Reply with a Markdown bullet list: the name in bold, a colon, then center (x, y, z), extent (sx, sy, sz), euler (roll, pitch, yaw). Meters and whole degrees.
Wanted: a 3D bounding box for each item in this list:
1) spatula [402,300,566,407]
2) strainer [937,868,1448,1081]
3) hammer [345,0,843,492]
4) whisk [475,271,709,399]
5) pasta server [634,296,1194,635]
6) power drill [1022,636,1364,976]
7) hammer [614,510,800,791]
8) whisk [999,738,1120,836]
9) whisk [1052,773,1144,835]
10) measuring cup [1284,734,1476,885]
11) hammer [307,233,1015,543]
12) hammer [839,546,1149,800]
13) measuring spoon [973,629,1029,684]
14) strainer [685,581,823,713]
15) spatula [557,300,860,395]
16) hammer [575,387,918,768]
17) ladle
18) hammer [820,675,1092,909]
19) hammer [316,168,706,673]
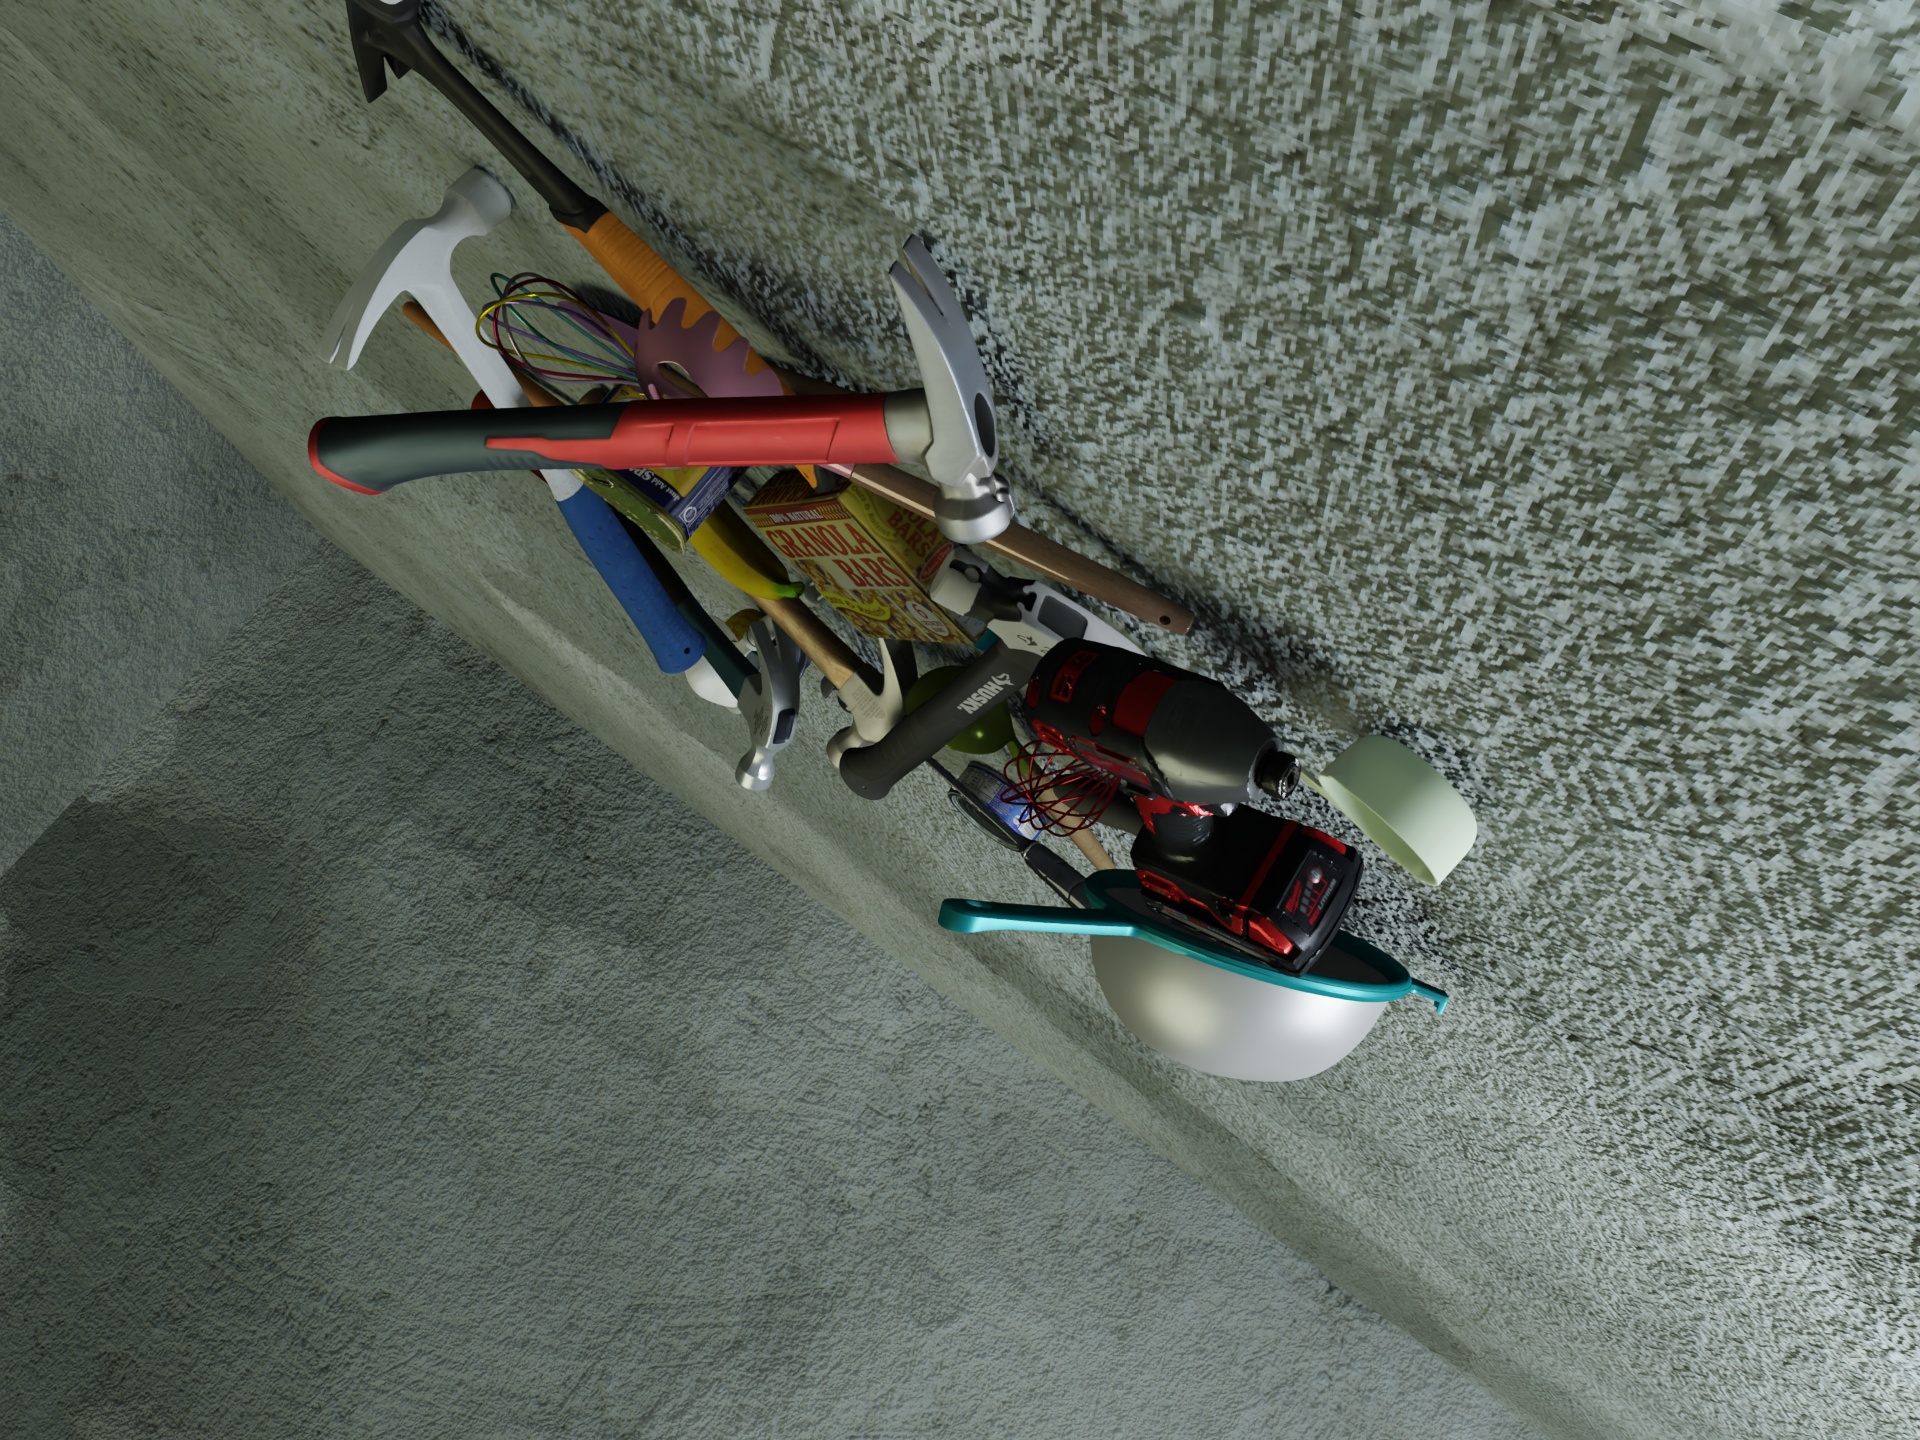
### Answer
- **spatula**: center (-0.333, -0.243, 1.245), extent (0.323, 0.041, 0.081), euler (35, -169, 20)
- **strainer**: center (0.118, 0.162, 0.970), extent (0.340, 0.095, 0.211), euler (9, -171, -36)
- **hammer**: center (-0.184, -0.246, 0.833), extent (0.336, 0.034, 0.127), euler (45, 165, -9)
- **whisk**: center (-0.191, -0.197, 0.889), extent (0.051, 0.047, 0.245), euler (41, -171, 16)
- **pasta server**: center (-0.025, -0.120, 0.799), extent (0.316, 0.040, 0.060), euler (25, 134, -2)
- **power drill**: center (0.131, 0.045, 0.828), extent (0.143, 0.078, 0.219), euler (22, 161, 37)
- **hammer**: center (-0.231, -0.097, 1.292), extent (0.331, 0.033, 0.128), euler (47, 130, 30)
- **whisk**: center (0.095, 0.026, 1.003), extent (0.073, 0.073, 0.296), euler (40, 159, -7)
- **whisk**: center (0.134, 0.077, 1.087), extent (0.055, 0.055, 0.239), euler (47, 167, -32)
- **measuring cup**: center (0.198, 0.025, 0.802), extent (0.083, 0.038, 0.168), euler (45, -179, -26)
- **hammer**: center (-0.169, -0.151, 0.772), extent (0.386, 0.038, 0.143), euler (3, 137, 23)
- **hammer**: center (-0.002, -0.003, 0.991), extent (0.146, 0.035, 0.334), euler (27, 155, -13)
- **measuring spoon**: center (0.036, -0.030, 1.035), extent (0.042, 0.021, 0.128), euler (22, 157, 48)
- **strainer**: center (-0.172, -0.065, 1.288), extent (0.258, 0.050, 0.087), euler (-29, 82, 52)
- **spatula**: center (-0.145, -0.209, 0.926), extent (0.316, 0.018, 0.059), euler (26, 176, 41)
- **hammer**: center (-0.157, -0.115, 1.151), extent (0.331, 0.031, 0.130), euler (46, 132, 1)
- **ladle**: center (0.051, 0.055, 1.208), extent (0.078, 0.062, 0.319), euler (53, -178, 40)
- **hammer**: center (0.045, 0.090, 1.234), extent (0.409, 0.036, 0.149), euler (41, 180, 12)
- **hammer**: center (-0.273, -0.161, 1.073), extent (0.035, 0.144, 0.405), euler (28, 158, 33)
